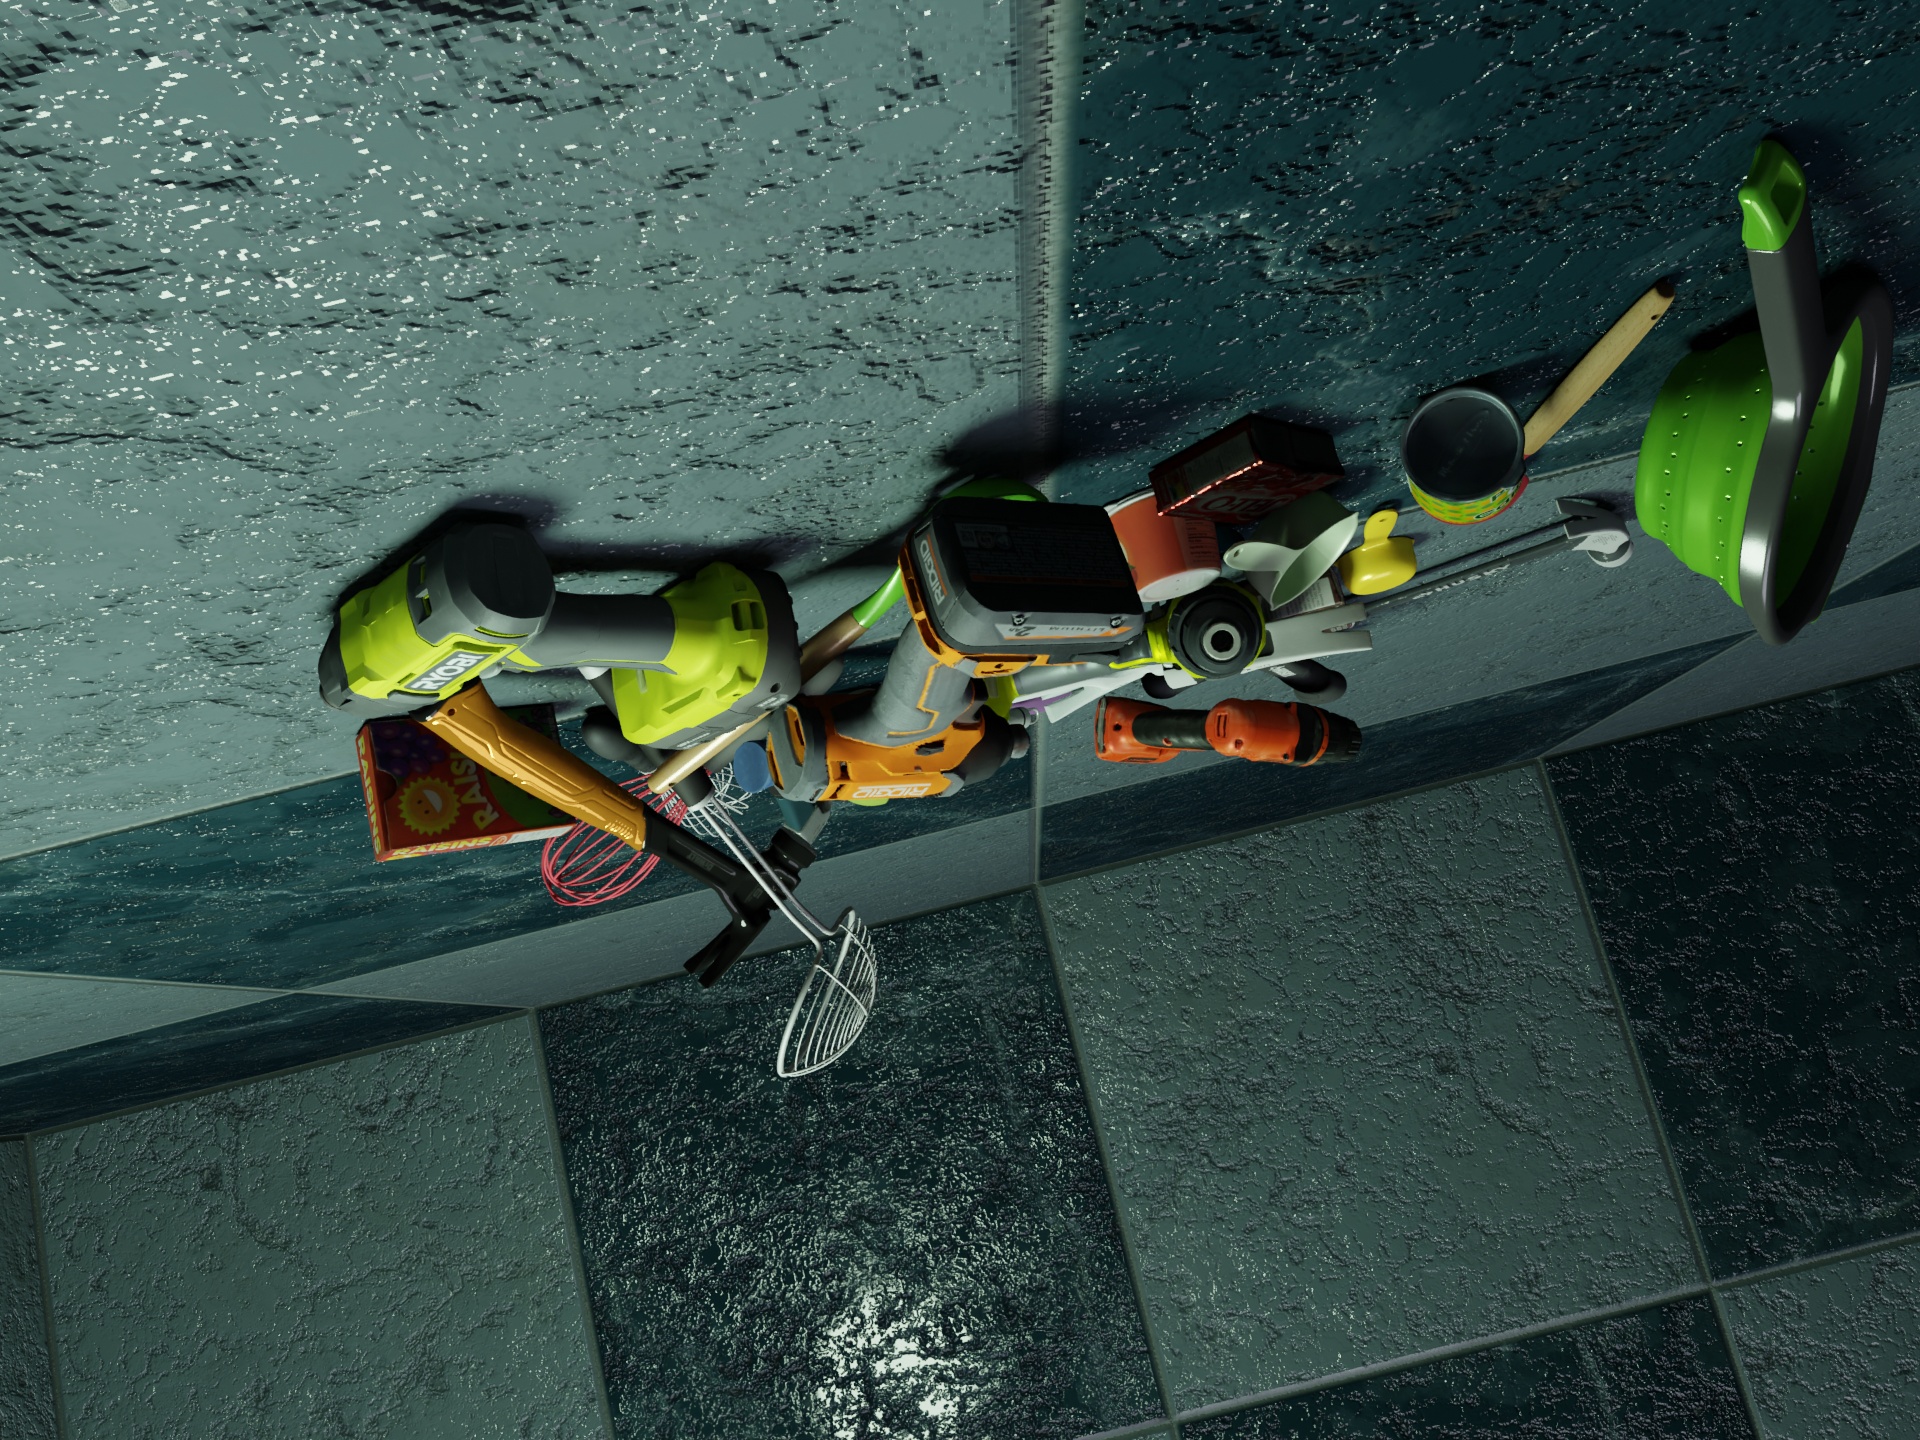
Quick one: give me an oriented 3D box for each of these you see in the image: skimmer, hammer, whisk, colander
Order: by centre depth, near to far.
[{"bbox_3d":[0.411,-0.178,0.848,0.095,0.204,0.396,19,172,36],"label":"colander"},{"bbox_3d":[-0.230,0.065,1.036,0.127,0.034,0.336,-52,137,-4],"label":"hammer"},{"bbox_3d":[-0.160,0.097,1.060,0.090,0.363,0.127,-10,-143,35],"label":"skimmer"},{"bbox_3d":[-0.191,0.040,1.122,0.296,0.073,0.073,-38,160,19],"label":"whisk"},{"bbox_3d":[-0.002,-0.004,1.194,0.405,0.035,0.144,-15,173,-44],"label":"hammer"},{"bbox_3d":[-0.225,0.038,1.224,0.070,0.070,0.284,-15,163,7],"label":"whisk"},{"bbox_3d":[0.274,-0.043,1.282,0.146,0.035,0.334,-13,171,21],"label":"hammer"},{"bbox_3d":[-0.144,0.046,1.297,0.033,0.128,0.330,29,165,11],"label":"hammer"},{"bbox_3d":[0.338,-0.092,1.315,0.409,0.036,0.149,-20,166,26],"label":"hammer"}]

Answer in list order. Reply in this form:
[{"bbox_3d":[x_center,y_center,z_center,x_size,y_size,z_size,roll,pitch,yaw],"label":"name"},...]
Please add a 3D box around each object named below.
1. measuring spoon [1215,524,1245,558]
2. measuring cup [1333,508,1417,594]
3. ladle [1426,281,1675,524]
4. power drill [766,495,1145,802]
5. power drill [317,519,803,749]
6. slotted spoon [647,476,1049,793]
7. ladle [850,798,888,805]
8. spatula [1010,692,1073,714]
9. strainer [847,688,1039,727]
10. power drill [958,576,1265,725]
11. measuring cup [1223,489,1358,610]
[{"bbox_3d":[0.140,-0.109,1.065,0.042,0.021,0.128,-12,178,-34],"label":"measuring spoon"},{"bbox_3d":[0.304,-0.121,1.147,0.062,0.029,0.156,-16,170,9],"label":"measuring cup"},{"bbox_3d":[0.350,-0.178,0.952,0.069,0.031,0.315,-13,167,-5],"label":"ladle"},{"bbox_3d":[0.006,-0.027,0.880,0.164,0.084,0.226,-1,151,-31],"label":"power drill"},{"bbox_3d":[-0.211,-0.037,0.840,0.171,0.080,0.223,-24,161,39],"label":"power drill"},{"bbox_3d":[-0.076,-0.045,0.904,0.313,0.031,0.070,-37,156,26],"label":"slotted spoon"},{"bbox_3d":[-0.032,0.030,1.412,0.062,0.078,0.320,-26,172,22],"label":"ladle"},{"bbox_3d":[-0.009,-0.011,1.328,0.315,0.018,0.060,-3,159,-45],"label":"spatula"},{"bbox_3d":[-0.022,0.011,1.276,0.050,0.087,0.258,10,-165,43],"label":"strainer"},{"bbox_3d":[0.085,-0.042,1.034,0.228,0.080,0.190,-12,-174,8],"label":"power drill"},{"bbox_3d":[0.188,-0.110,0.973,0.083,0.038,0.167,-52,157,24],"label":"measuring cup"}]
